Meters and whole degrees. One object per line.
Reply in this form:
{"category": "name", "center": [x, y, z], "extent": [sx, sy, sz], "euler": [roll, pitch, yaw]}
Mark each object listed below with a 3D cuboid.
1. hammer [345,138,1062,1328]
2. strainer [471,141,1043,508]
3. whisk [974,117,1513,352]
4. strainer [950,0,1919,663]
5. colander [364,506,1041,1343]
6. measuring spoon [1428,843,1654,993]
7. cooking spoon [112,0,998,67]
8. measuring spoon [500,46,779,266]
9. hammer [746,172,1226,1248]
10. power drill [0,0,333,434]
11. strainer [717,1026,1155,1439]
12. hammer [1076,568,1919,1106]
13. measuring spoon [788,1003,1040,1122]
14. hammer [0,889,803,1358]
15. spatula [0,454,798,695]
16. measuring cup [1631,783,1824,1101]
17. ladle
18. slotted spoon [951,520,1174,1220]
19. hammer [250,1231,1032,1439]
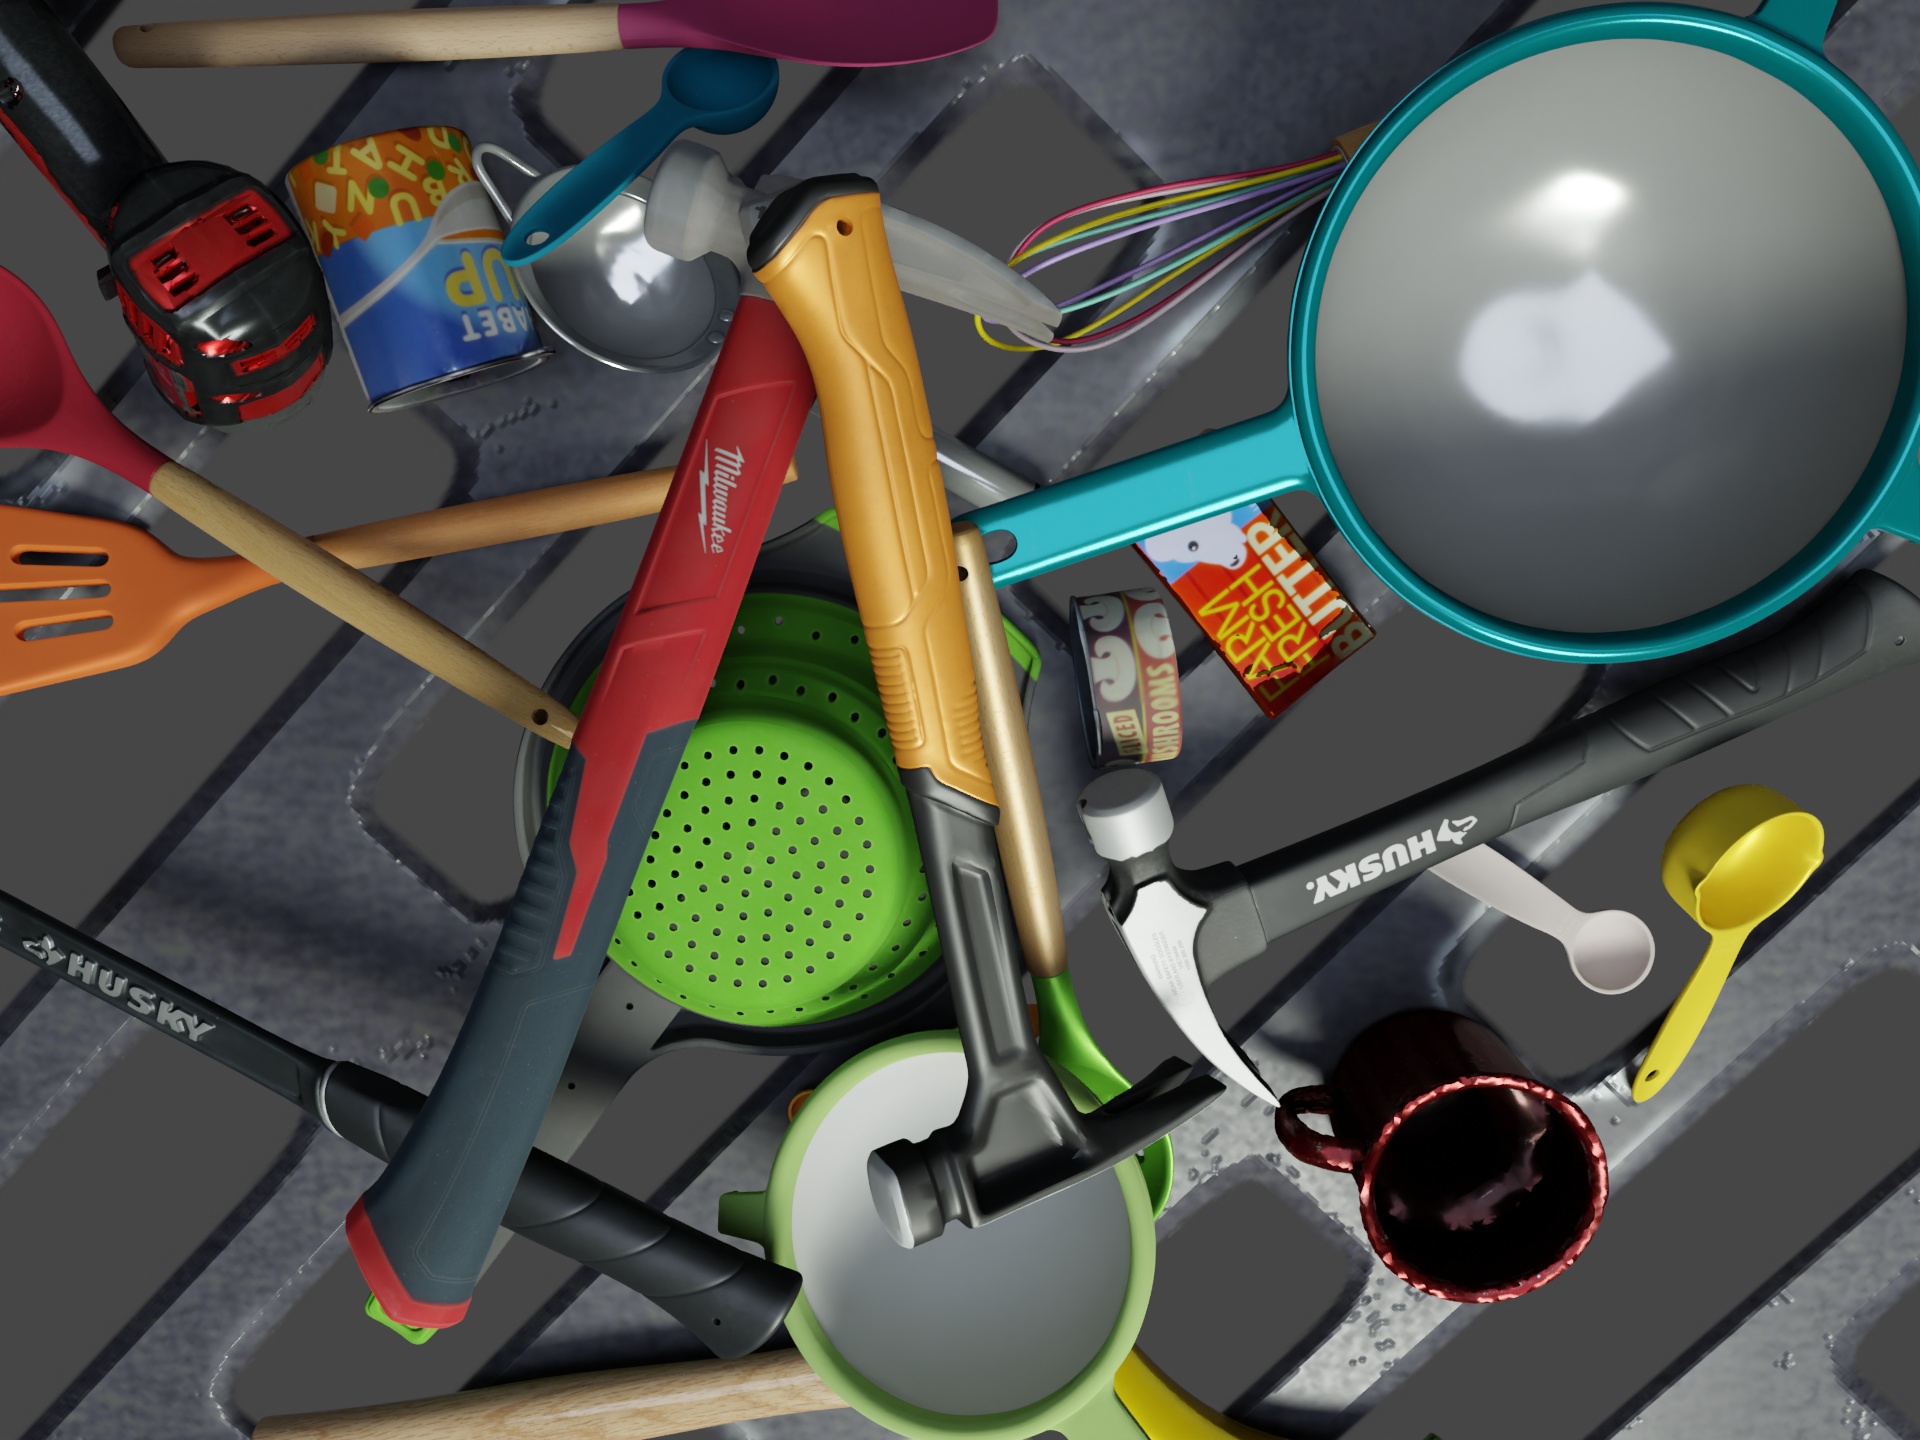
{"category": "hammer", "center": [-0.092, 0.009, 0.520], "extent": [0.143, 0.038, 0.386], "euler": [20, 84, -2]}
{"category": "strainer", "center": [-0.064, -0.127, 0.589], "extent": [0.258, 0.050, 0.087], "euler": [28, 57, -11]}
{"category": "whisk", "center": [0.118, -0.191, 0.580], "extent": [0.245, 0.051, 0.047], "euler": [-22, 122, 0]}
{"category": "strainer", "center": [0.155, -0.111, 0.567], "extent": [0.340, 0.095, 0.211], "euler": [-18, 99, 8]}
{"category": "colander", "center": [-0.122, 0.106, 0.608], "extent": [0.204, 0.094, 0.397], "euler": [36, 99, -7]}
{"category": "measuring spoon", "center": [0.223, 0.069, 0.645], "extent": [0.124, 0.018, 0.034], "euler": [32, 92, 1]}
{"category": "cooking spoon", "center": [-0.146, -0.247, 0.568], "extent": [0.319, 0.069, 0.017], "euler": [-1, 146, 3]}
{"category": "measuring spoon", "center": [-0.112, -0.195, 0.559], "extent": [0.042, 0.021, 0.128], "euler": [33, 69, 21]}
{"category": "hammer", "center": [-0.001, -0.002, 0.511], "extent": [0.127, 0.034, 0.336], "euler": [-18, 105, -21]}
{"category": "power drill", "center": [-0.297, -0.193, 0.530], "extent": [0.078, 0.143, 0.219], "euler": [-42, 97, -19]}
{"category": "strainer", "center": [0.038, 0.233, 0.604], "extent": [0.151, 0.069, 0.256], "euler": [-42, 77, 8]}
{"category": "hammer", "center": [0.218, 0.028, 0.603], "extent": [0.335, 0.035, 0.146], "euler": [-23, 113, -4]}
{"category": "measuring spoon", "center": [-0.017, 0.142, 0.661], "extent": [0.117, 0.011, 0.021], "euler": [-23, 104, 1]}
{"category": "hammer", "center": [-0.246, 0.128, 0.595], "extent": [0.409, 0.036, 0.149], "euler": [26, 116, 4]}
{"category": "spatula", "center": [-0.222, -0.069, 0.599], "extent": [0.322, 0.041, 0.081], "euler": [-11, 77, 0]}
{"category": "measuring cup", "center": [0.287, 0.090, 0.627], "extent": [0.062, 0.029, 0.156], "euler": [-9, 129, -20]}
{"category": "ladle", "center": [-0.267, -0.076, 0.575], "extent": [0.315, 0.031, 0.069], "euler": [31, 96, 5]}
{"category": "slotted spoon", "center": [0.031, 0.072, 0.598], "extent": [0.070, 0.031, 0.313], "euler": [-1, 119, 21]}
{"category": "hammer", "center": [-0.138, 0.289, 0.678], "extent": [0.331, 0.031, 0.130], "euler": [-9, 102, 2]}
